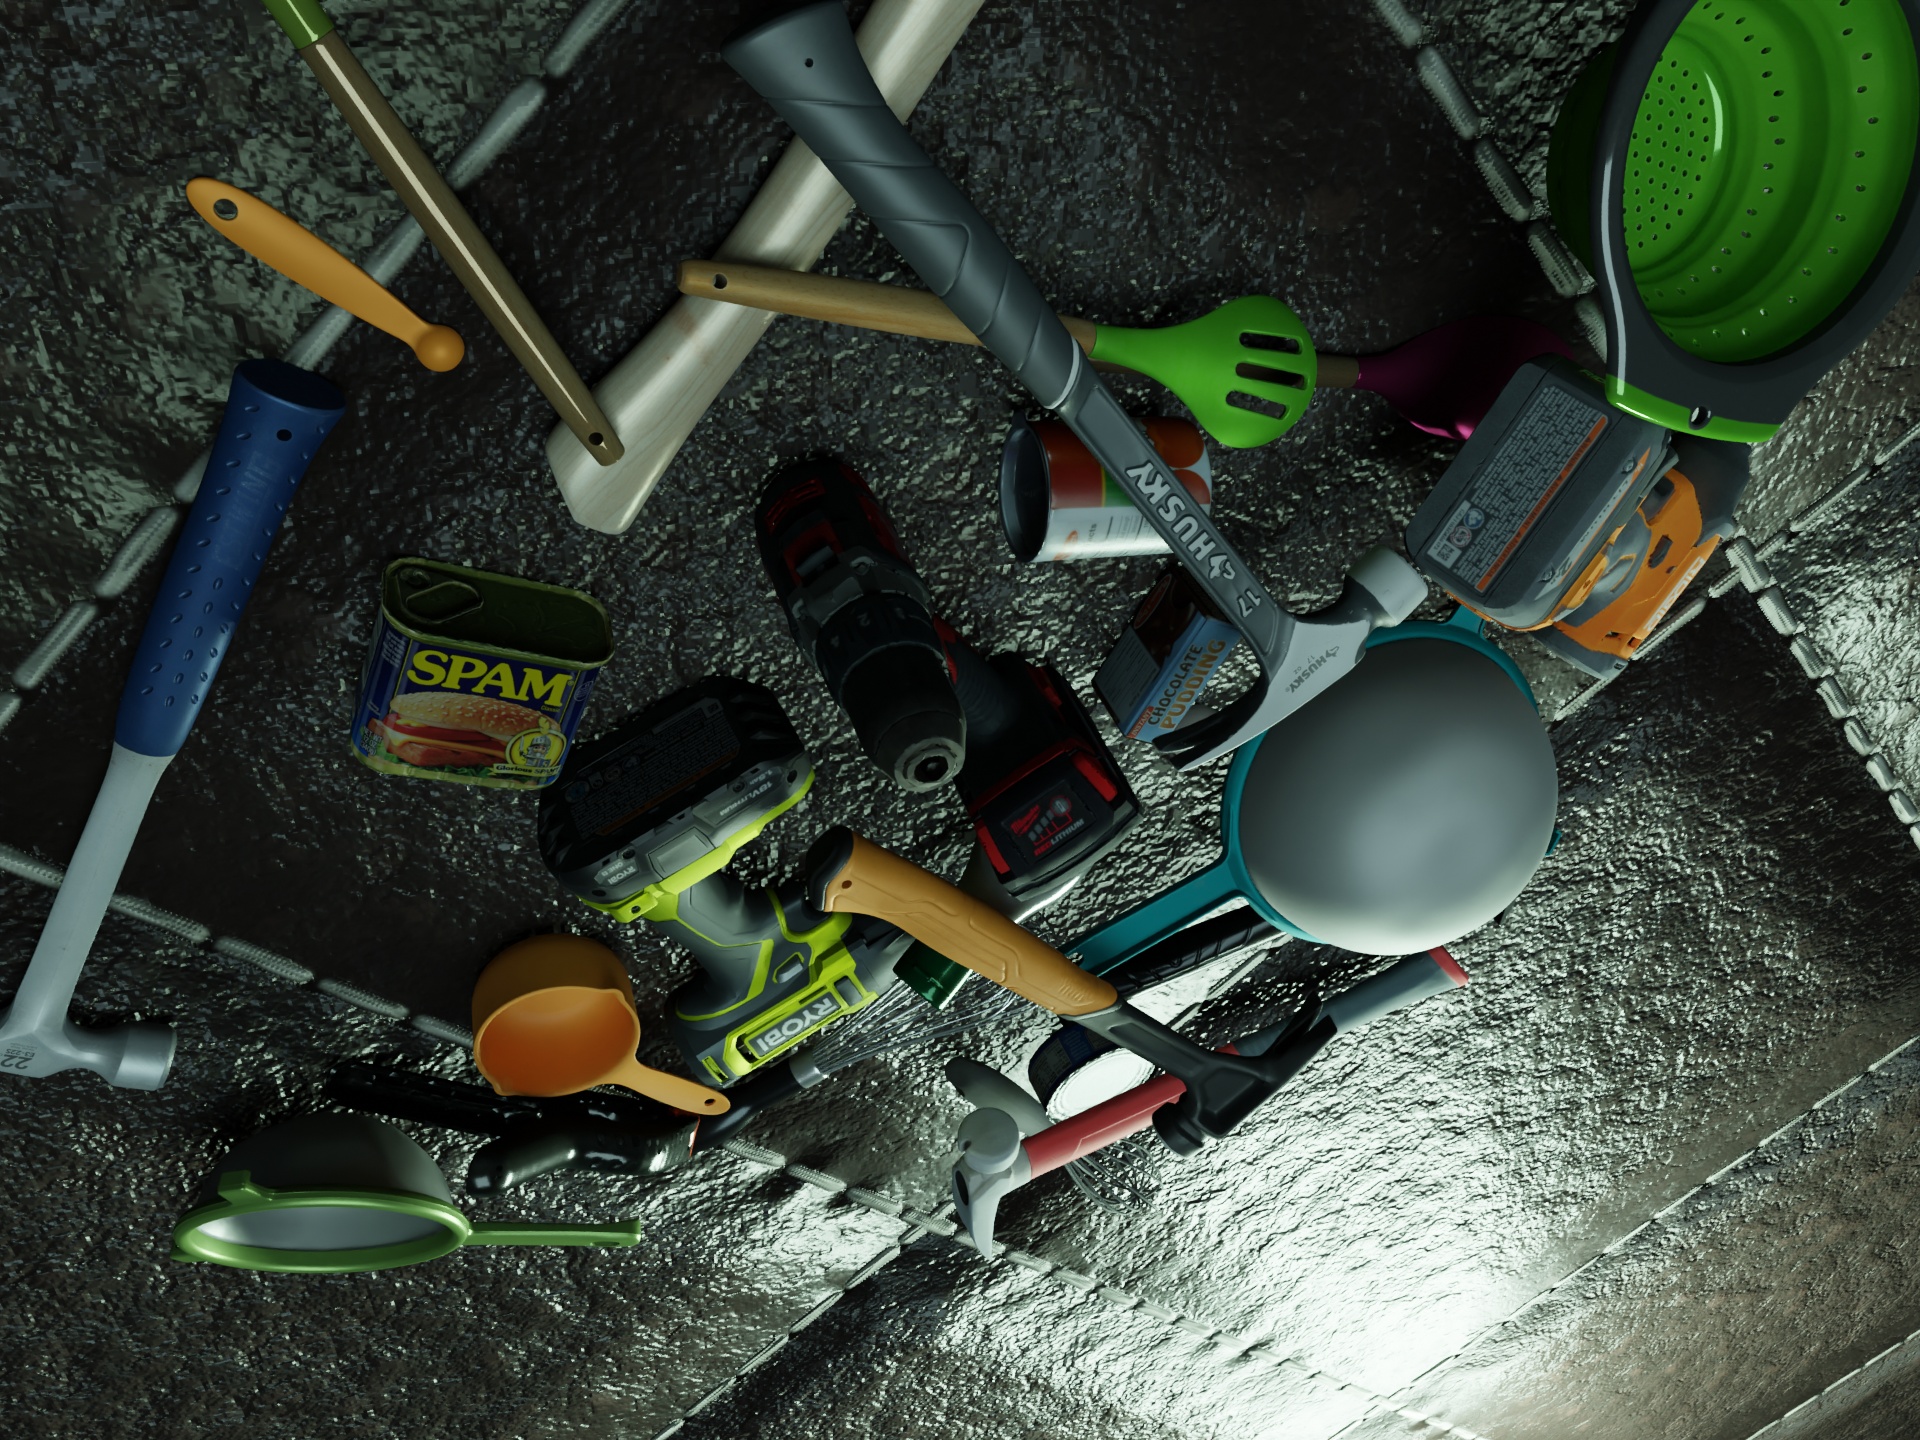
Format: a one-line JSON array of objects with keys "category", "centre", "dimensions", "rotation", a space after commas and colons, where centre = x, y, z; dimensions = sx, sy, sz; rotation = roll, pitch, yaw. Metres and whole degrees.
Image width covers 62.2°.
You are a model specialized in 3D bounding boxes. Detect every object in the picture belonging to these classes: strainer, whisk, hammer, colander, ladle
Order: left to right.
[{"category": "hammer", "centre": [-0.372, 0.017, 0.707], "dimensions": [0.144, 0.035, 0.405], "rotation": [18, 120, -32]}, {"category": "ladle", "centre": [-0.208, -0.209, 0.553], "dimensions": [0.078, 0.062, 0.319], "rotation": [-27, 128, 6]}, {"category": "strainer", "centre": [-0.305, 0.265, 0.907], "dimensions": [0.256, 0.069, 0.151], "rotation": [12, 145, -30]}, {"category": "whisk", "centre": [-0.064, 0.196, 0.964], "dimensions": [0.284, 0.070, 0.070], "rotation": [-31, 132, 11]}, {"category": "hammer", "centre": [-0.034, -0.235, 0.632], "dimensions": [0.146, 0.038, 0.410], "rotation": [23, 117, -36]}, {"category": "whisk", "centre": [0.066, 0.286, 1.096], "dimensions": [0.055, 0.055, 0.238], "rotation": [-40, 127, 13]}, {"category": "hammer", "centre": [0.058, 0.137, 0.852], "dimensions": [0.336, 0.034, 0.127], "rotation": [33, 112, -31]}, {"category": "hammer", "centre": [0.049, -0.130, 0.672], "dimensions": [0.149, 0.036, 0.408], "rotation": [-44, 124, 5]}, {"category": "hammer", "centre": [0.173, 0.242, 1.064], "dimensions": [0.386, 0.038, 0.143], "rotation": [-20, 139, -18]}, {"category": "hammer", "centre": [0.217, 0.125, 1.028], "dimensions": [0.335, 0.035, 0.146], "rotation": [-21, 132, -3]}, {"category": "strainer", "centre": [0.207, 0.085, 0.903], "dimensions": [0.340, 0.095, 0.210], "rotation": [-28, 118, -6]}, {"category": "colander", "centre": [0.352, -0.326, 0.685], "dimensions": [0.204, 0.095, 0.397], "rotation": [7, 107, -25]}]

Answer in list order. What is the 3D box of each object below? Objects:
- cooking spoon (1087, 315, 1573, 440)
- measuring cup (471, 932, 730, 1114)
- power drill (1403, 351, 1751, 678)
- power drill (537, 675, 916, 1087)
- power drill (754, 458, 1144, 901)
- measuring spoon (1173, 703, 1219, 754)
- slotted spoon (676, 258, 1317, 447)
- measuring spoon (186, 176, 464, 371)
[{"category": "cooking spoon", "centre": [0.169, -0.171, 0.775], "dimensions": [0.318, 0.017, 0.068], "rotation": [-1, 126, -21]}, {"category": "measuring cup", "centre": [-0.197, 0.177, 0.898], "dimensions": [0.095, 0.052, 0.173], "rotation": [-41, 132, 14]}, {"category": "power drill", "centre": [0.332, -0.110, 0.816], "dimensions": [0.226, 0.084, 0.164], "rotation": [9, 119, -52]}, {"category": "power drill", "centre": [-0.107, 0.088, 0.843], "dimensions": [0.171, 0.080, 0.223], "rotation": [-31, 136, -5]}, {"category": "power drill", "centre": [-0.001, -0.002, 0.738], "dimensions": [0.080, 0.188, 0.226], "rotation": [-35, 136, 9]}, {"category": "measuring spoon", "centre": [0.178, 0.000, 0.919], "dimensions": [0.124, 0.018, 0.034], "rotation": [-12, 131, -13]}, {"category": "slotted spoon", "centre": [0.032, -0.165, 0.683], "dimensions": [0.313, 0.031, 0.070], "rotation": [3, 105, -26]}, {"category": "measuring spoon", "centre": [-0.244, -0.171, 0.618], "dimensions": [0.021, 0.011, 0.116], "rotation": [-44, 130, 16]}]
